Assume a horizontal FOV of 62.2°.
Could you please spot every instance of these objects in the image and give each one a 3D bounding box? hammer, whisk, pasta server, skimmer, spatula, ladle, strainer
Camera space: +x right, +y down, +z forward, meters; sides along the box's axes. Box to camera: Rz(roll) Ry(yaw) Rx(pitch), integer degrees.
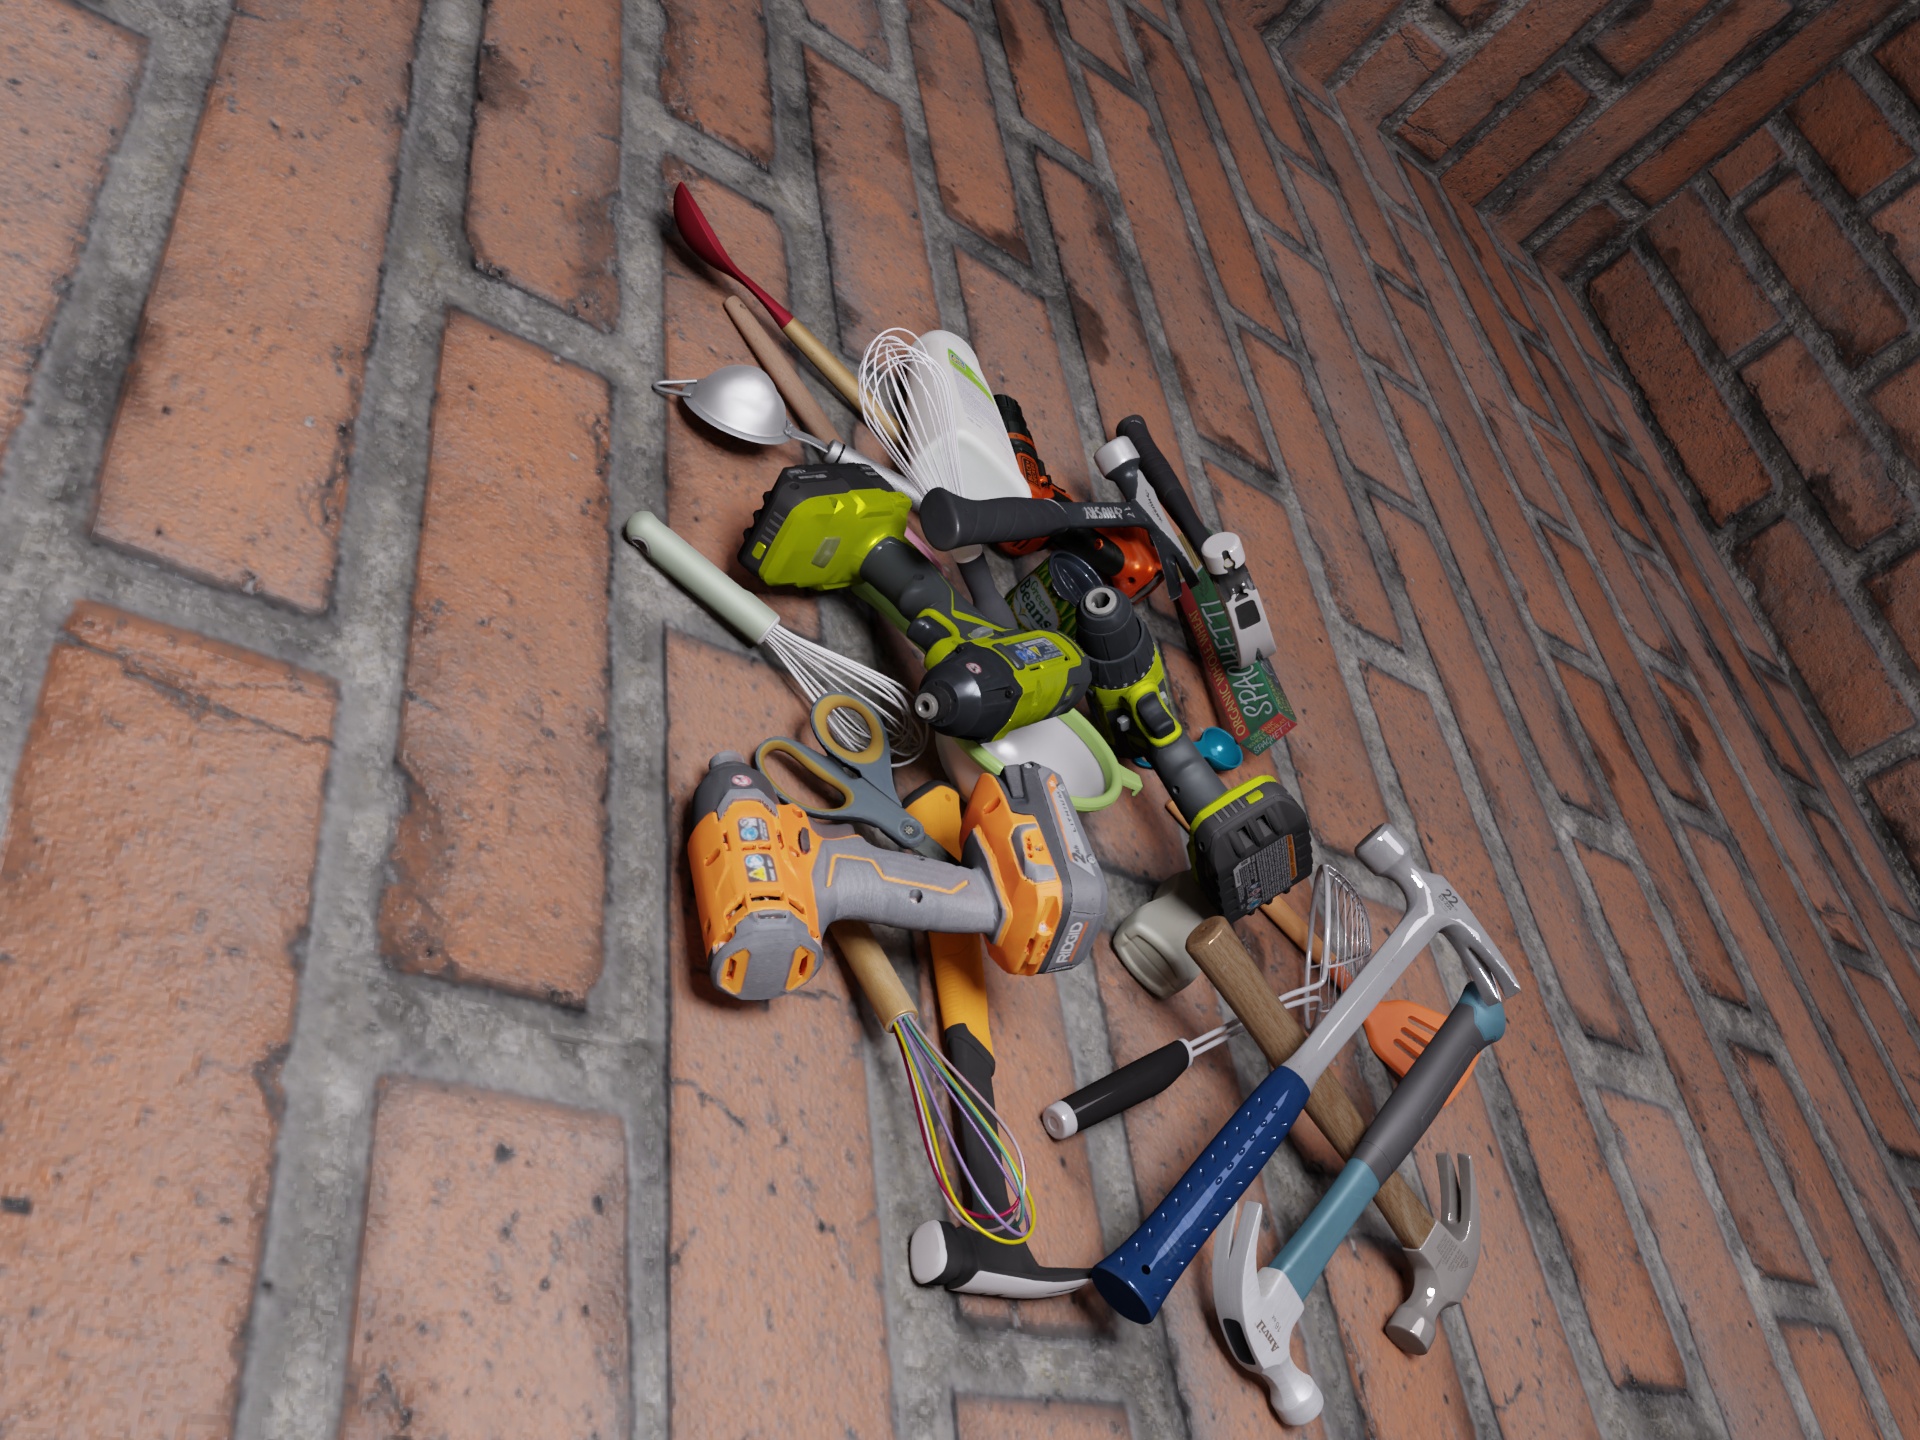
[{"bbox_3d":[0.203,-0.181,1.432,0.335,0.035,0.146,-109,173,-51],"label":"hammer"},{"bbox_3d":[-0.008,-0.154,1.167,0.070,0.070,0.284,-72,146,-50],"label":"whisk"},{"bbox_3d":[0.274,0.291,1.050,0.331,0.033,0.128,-40,104,-34],"label":"hammer"},{"bbox_3d":[-0.101,-0.204,1.228,0.060,0.040,0.316,-14,65,-52],"label":"pasta server"},{"bbox_3d":[0.173,0.201,1.115,0.363,0.127,0.090,-16,28,-39],"label":"skimmer"},{"bbox_3d":[0.256,0.266,1.082,0.130,0.031,0.331,-45,106,-33],"label":"hammer"},{"bbox_3d":[-0.120,-0.055,1.050,0.246,0.058,0.059,39,66,-7],"label":"whisk"},{"bbox_3d":[0.079,-0.151,1.213,0.149,0.036,0.409,61,28,7],"label":"hammer"},{"bbox_3d":[0.286,0.176,1.279,0.322,0.041,0.081,45,60,-3],"label":"spatula"},{"bbox_3d":[-0.119,-0.300,1.276,0.315,0.031,0.069,44,11,-18],"label":"ladle"},{"bbox_3d":[-0.026,0.186,0.895,0.047,0.051,0.245,-19,53,-20],"label":"whisk"},{"bbox_3d":[0.221,0.225,1.004,0.144,0.035,0.405,47,53,7],"label":"hammer"},{"bbox_3d":[0.009,0.183,0.979,0.127,0.034,0.337,20,44,-34],"label":"hammer"},{"bbox_3d":[-0.100,-0.204,1.175,0.258,0.050,0.087,27,30,-17],"label":"strainer"},{"bbox_3d":[-0.002,-0.004,1.128,0.256,0.069,0.151,44,28,23],"label":"strainer"}]

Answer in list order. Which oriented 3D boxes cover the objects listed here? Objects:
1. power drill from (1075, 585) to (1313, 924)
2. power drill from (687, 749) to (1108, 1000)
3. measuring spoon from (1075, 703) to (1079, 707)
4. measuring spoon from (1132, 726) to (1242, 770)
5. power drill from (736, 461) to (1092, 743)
[{"bbox_3d":[0.157,0.018,1.155,0.229,0.080,0.190,57,-4,31],"label":"power drill"},{"bbox_3d":[-0.045,0.078,0.926,0.226,0.084,0.164,0,43,-20],"label":"power drill"},{"bbox_3d":[0.046,-0.027,1.237,0.116,0.011,0.021,15,48,-34],"label":"measuring spoon"},{"bbox_3d":[0.185,0.031,1.332,0.128,0.021,0.042,-6,58,-39],"label":"measuring spoon"},{"bbox_3d":[-0.035,-0.075,1.056,0.223,0.080,0.171,42,28,19],"label":"power drill"}]
